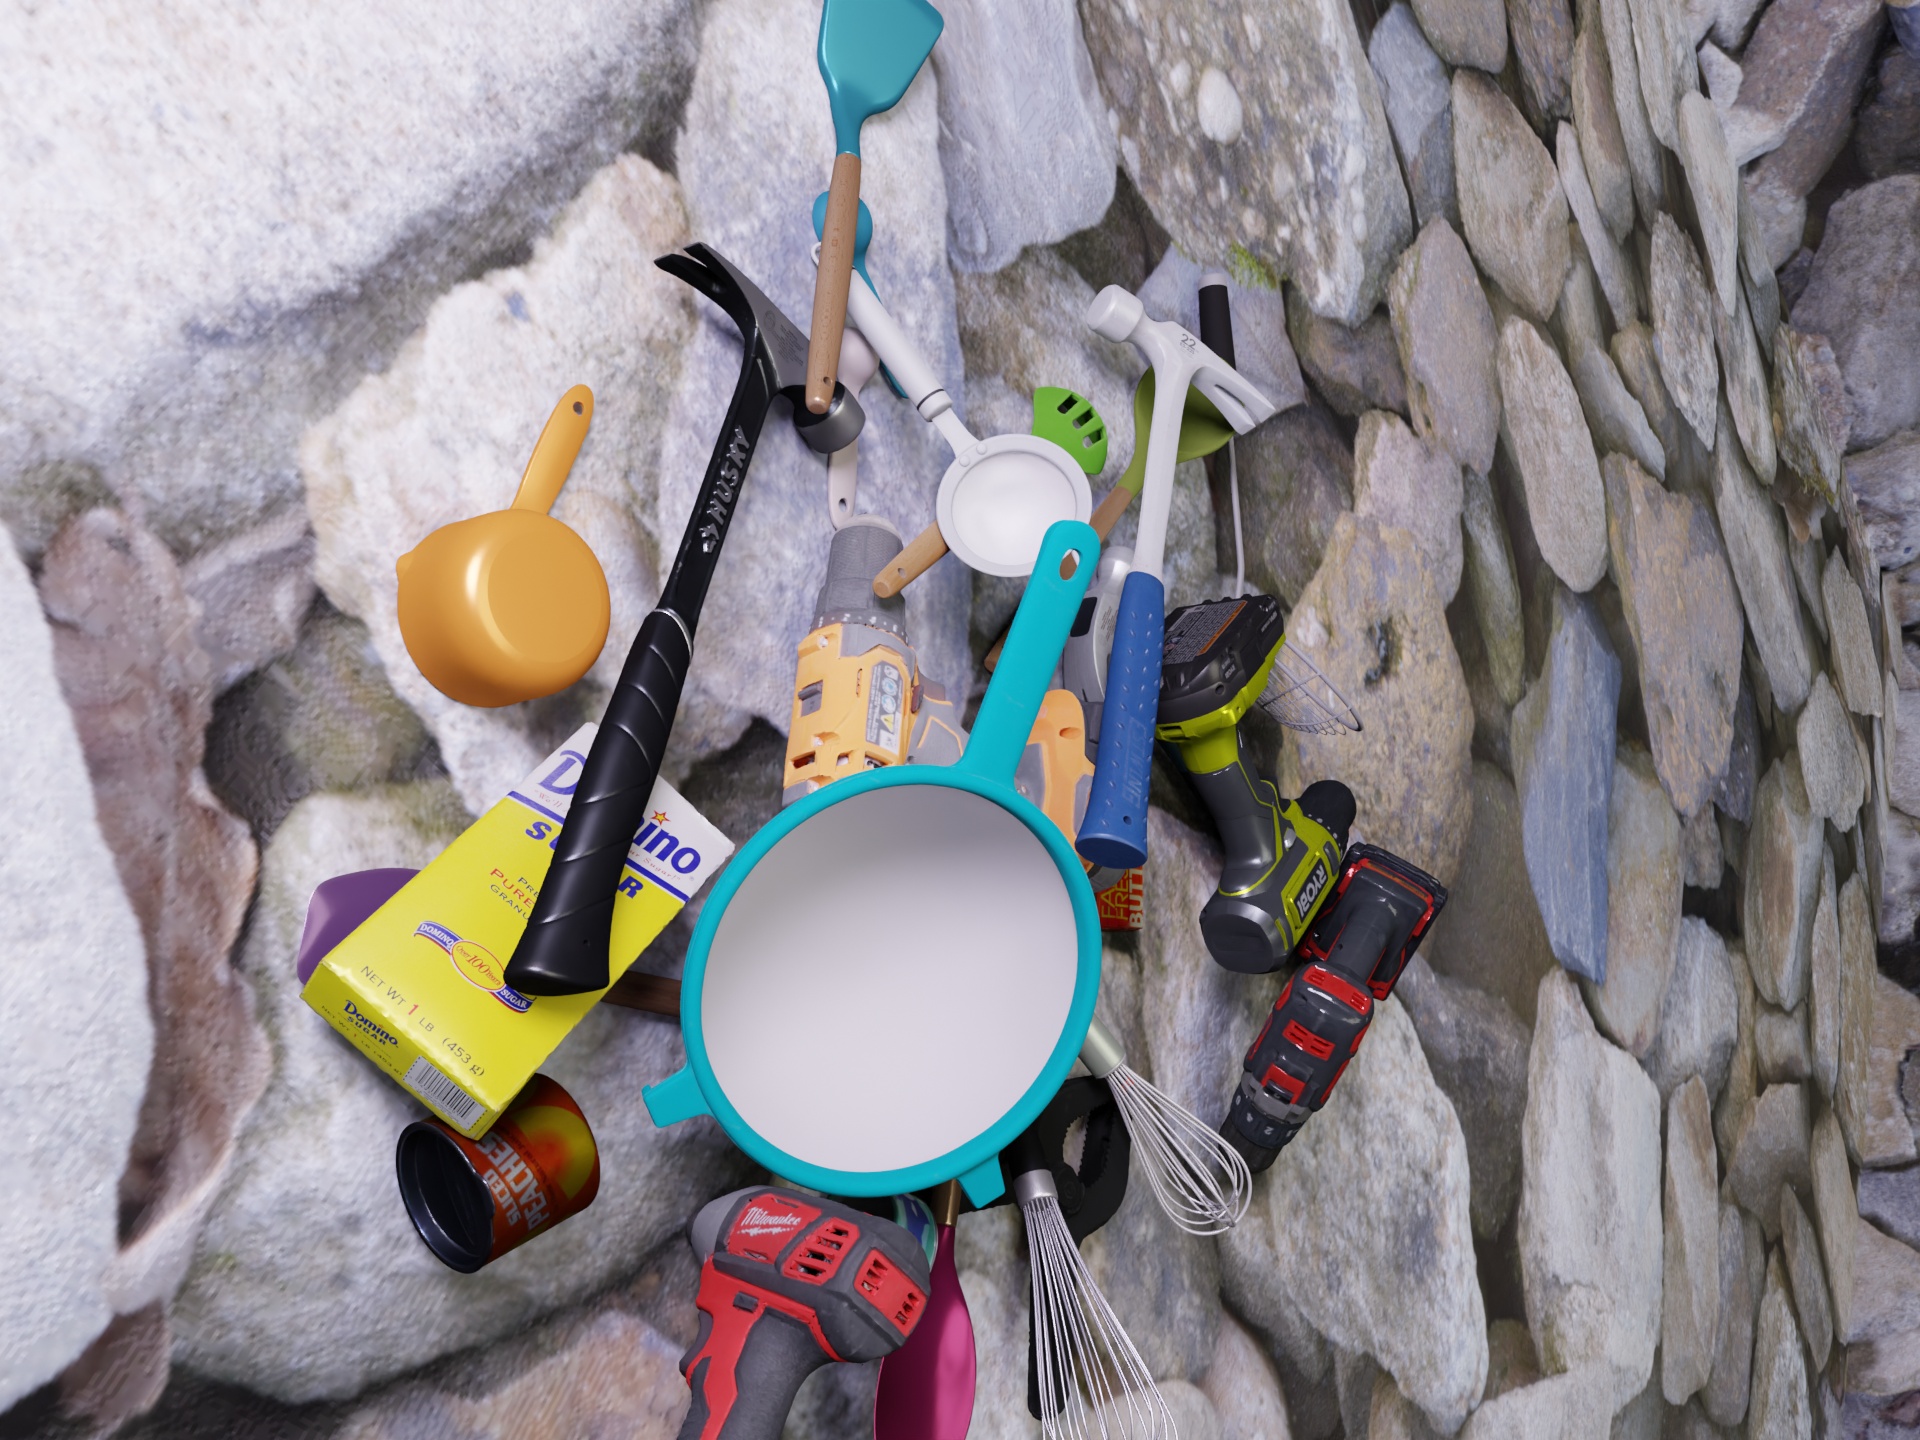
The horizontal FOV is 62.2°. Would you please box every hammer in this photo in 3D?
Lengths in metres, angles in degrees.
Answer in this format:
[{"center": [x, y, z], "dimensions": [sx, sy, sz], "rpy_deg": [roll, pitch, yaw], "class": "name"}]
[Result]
[{"center": [0.122, -0.093, 0.989], "dimensions": [0.144, 0.035, 0.406], "rpy_deg": [26, 55, -23], "class": "hammer"}, {"center": [0.172, 0.034, 1.140], "dimensions": [0.330, 0.033, 0.128], "rpy_deg": [50, 50, -31], "class": "hammer"}, {"center": [-0.133, -0.056, 0.741], "dimensions": [0.149, 0.036, 0.409], "rpy_deg": [50, 39, -40], "class": "hammer"}]

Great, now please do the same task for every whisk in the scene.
[{"center": [0.050, 0.288, 0.871], "dimensions": [0.070, 0.070, 0.285], "rpy_deg": [29, 33, -42], "class": "whisk"}, {"center": [0.096, 0.218, 0.979], "dimensions": [0.059, 0.058, 0.246], "rpy_deg": [-38, 95, -2], "class": "whisk"}]

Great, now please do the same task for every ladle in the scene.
[{"center": [0.102, -0.145, 1.074], "dimensions": [0.078, 0.062, 0.320], "rpy_deg": [34, 55, 4], "class": "ladle"}]

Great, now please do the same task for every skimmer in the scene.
[{"center": [0.239, -0.166, 1.204], "dimensions": [0.127, 0.090, 0.363], "rpy_deg": [34, 50, -79], "class": "skimmer"}]

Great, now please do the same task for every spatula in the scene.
[{"center": [-0.163, 0.125, 0.759], "dimensions": [0.315, 0.018, 0.060], "rpy_deg": [23, 65, -43], "class": "spatula"}, {"center": [-0.061, -0.304, 0.896], "dimensions": [0.082, 0.044, 0.318], "rpy_deg": [24, 55, -33], "class": "spatula"}]

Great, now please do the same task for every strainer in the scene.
[{"center": [-0.009, -0.172, 0.900], "dimensions": [0.087, 0.050, 0.258], "rpy_deg": [-34, 81, -7], "class": "strainer"}, {"center": [-0.020, 0.059, 0.787], "dimensions": [0.210, 0.095, 0.340], "rpy_deg": [22, 89, -25], "class": "strainer"}]

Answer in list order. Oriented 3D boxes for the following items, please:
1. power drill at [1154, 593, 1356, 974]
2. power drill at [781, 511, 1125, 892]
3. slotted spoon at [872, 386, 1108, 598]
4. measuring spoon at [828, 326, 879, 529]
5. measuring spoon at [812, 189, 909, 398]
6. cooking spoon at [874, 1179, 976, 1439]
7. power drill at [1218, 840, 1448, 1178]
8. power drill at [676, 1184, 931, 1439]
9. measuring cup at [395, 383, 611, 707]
[{"center": [0.203, 0.033, 1.094], "dimensions": [0.190, 0.080, 0.228], "rpy_deg": [-44, 119, -44], "class": "power drill"}, {"center": [-0.001, -0.003, 0.918], "dimensions": [0.226, 0.084, 0.185], "rpy_deg": [25, 58, -39], "class": "power drill"}, {"center": [0.025, -0.141, 0.962], "dimensions": [0.070, 0.031, 0.314], "rpy_deg": [52, 38, -7], "class": "slotted spoon"}, {"center": [-0.061, -0.170, 0.919], "dimensions": [0.034, 0.018, 0.124], "rpy_deg": [16, 73, -46], "class": "measuring spoon"}, {"center": [-0.049, -0.254, 0.942], "dimensions": [0.042, 0.021, 0.128], "rpy_deg": [-36, 109, -45], "class": "measuring spoon"}, {"center": [-0.007, 0.254, 0.879], "dimensions": [0.068, 0.017, 0.319], "rpy_deg": [32, 52, -34], "class": "cooking spoon"}, {"center": [0.259, 0.210, 1.141], "dimensions": [0.227, 0.080, 0.187], "rpy_deg": [-42, 156, -50], "class": "power drill"}, {"center": [-0.118, 0.307, 0.699], "dimensions": [0.078, 0.143, 0.220], "rpy_deg": [54, 55, -30], "class": "power drill"}, {"center": [-0.190, -0.089, 0.734], "dimensions": [0.095, 0.052, 0.174], "rpy_deg": [36, 61, -39], "class": "measuring cup"}]
